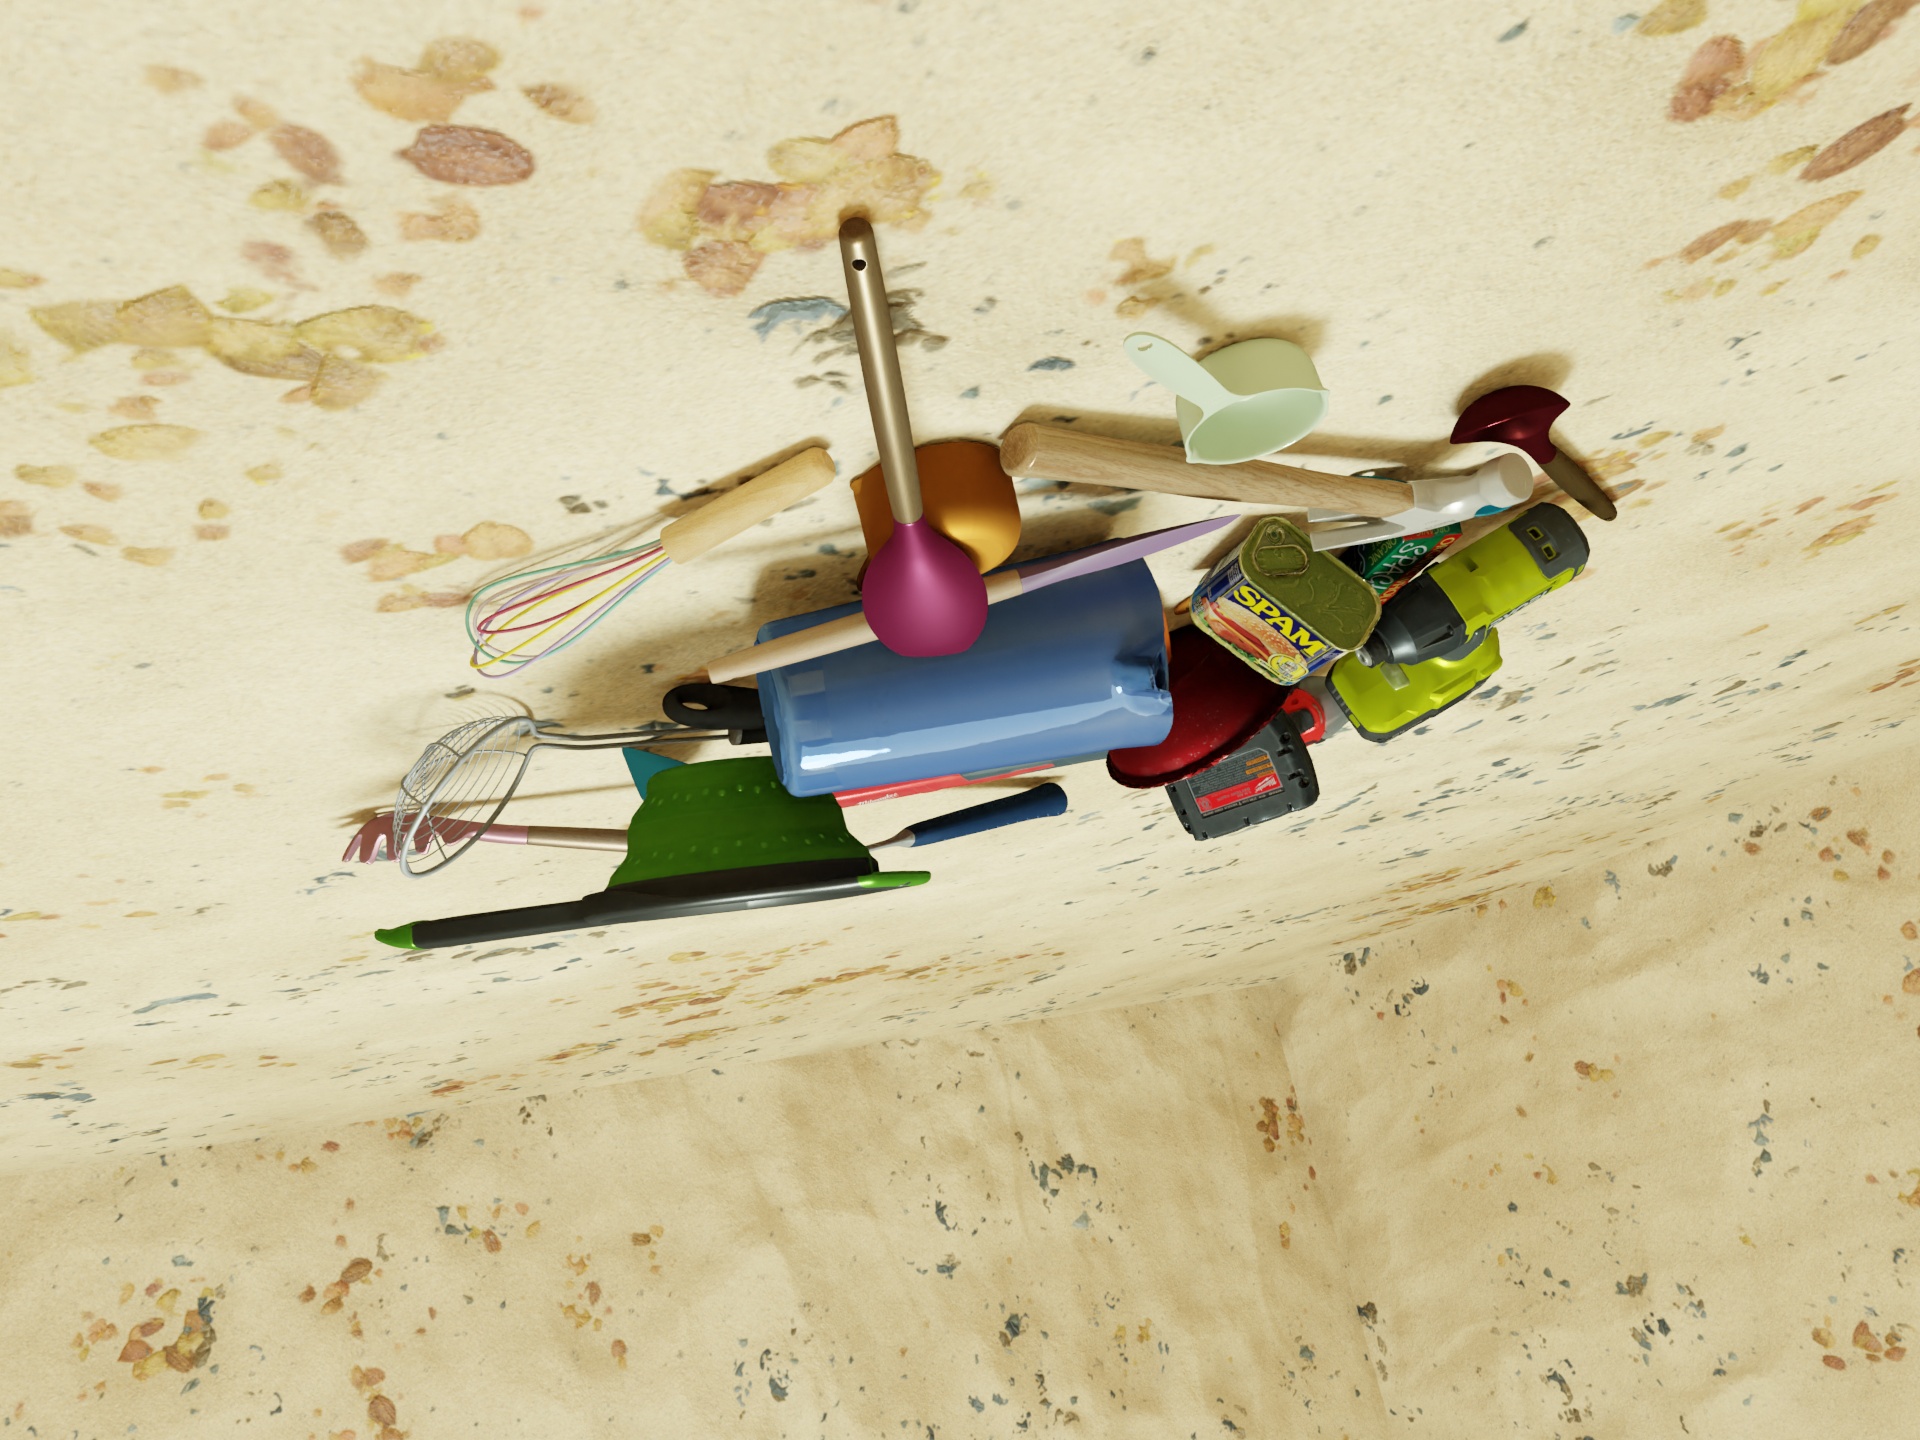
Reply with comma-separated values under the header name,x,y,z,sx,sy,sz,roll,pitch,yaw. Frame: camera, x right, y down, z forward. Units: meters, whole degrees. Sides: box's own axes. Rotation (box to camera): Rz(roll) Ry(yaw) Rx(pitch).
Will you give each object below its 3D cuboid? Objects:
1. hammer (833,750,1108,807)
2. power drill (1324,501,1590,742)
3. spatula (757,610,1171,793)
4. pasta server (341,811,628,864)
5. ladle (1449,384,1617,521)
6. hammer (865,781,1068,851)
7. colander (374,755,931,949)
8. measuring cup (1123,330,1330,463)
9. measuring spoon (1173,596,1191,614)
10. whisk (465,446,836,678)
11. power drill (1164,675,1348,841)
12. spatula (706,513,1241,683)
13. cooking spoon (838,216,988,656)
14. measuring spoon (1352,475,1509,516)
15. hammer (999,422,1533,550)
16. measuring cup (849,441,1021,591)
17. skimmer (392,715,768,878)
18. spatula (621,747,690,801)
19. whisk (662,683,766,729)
name,x,y,z,sx,sy,sz,roll,pitch,yaw
hammer,0.006,0.038,1.357,0.386,0.038,0.143,-11,161,-8
power drill,0.349,-0.063,1.173,0.171,0.080,0.223,-30,165,-6
spatula,-0.002,-0.004,1.113,0.322,0.041,0.080,-20,133,1
pasta server,-0.306,0.098,1.226,0.316,0.040,0.060,5,173,-16
ladle,0.385,-0.165,1.025,0.069,0.031,0.315,-16,166,32
hammer,-0.052,0.106,1.394,0.405,0.035,0.144,-12,180,-43
colander,-0.221,0.088,1.060,0.397,0.094,0.204,-9,172,18
measuring cup,0.122,-0.174,0.789,0.083,0.038,0.167,-24,158,31
measuring spoon,0.197,-0.097,1.121,0.021,0.011,0.117,5,155,-45
whisk,-0.171,-0.087,0.851,0.245,0.051,0.047,-25,180,21
power drill,0.258,0.018,1.321,0.143,0.078,0.219,-22,-174,28
spatula,0.009,-0.072,0.904,0.316,0.018,0.060,-17,179,-5
cooking spoon,-0.029,-0.116,0.770,0.069,0.017,0.318,-4,149,3
measuring spoon,0.302,-0.154,1.026,0.128,0.021,0.042,5,164,-23
hammer,0.168,-0.137,0.917,0.331,0.031,0.130,2,170,-31
measuring cup,-0.025,-0.093,0.902,0.095,0.052,0.173,-5,160,-24
skimmer,-0.207,0.037,1.104,0.363,0.090,0.127,-6,145,-26
spatula,-0.207,0.075,1.315,0.082,0.044,0.317,16,172,6
whisk,-0.069,-0.005,1.138,0.295,0.073,0.073,2,157,-27
